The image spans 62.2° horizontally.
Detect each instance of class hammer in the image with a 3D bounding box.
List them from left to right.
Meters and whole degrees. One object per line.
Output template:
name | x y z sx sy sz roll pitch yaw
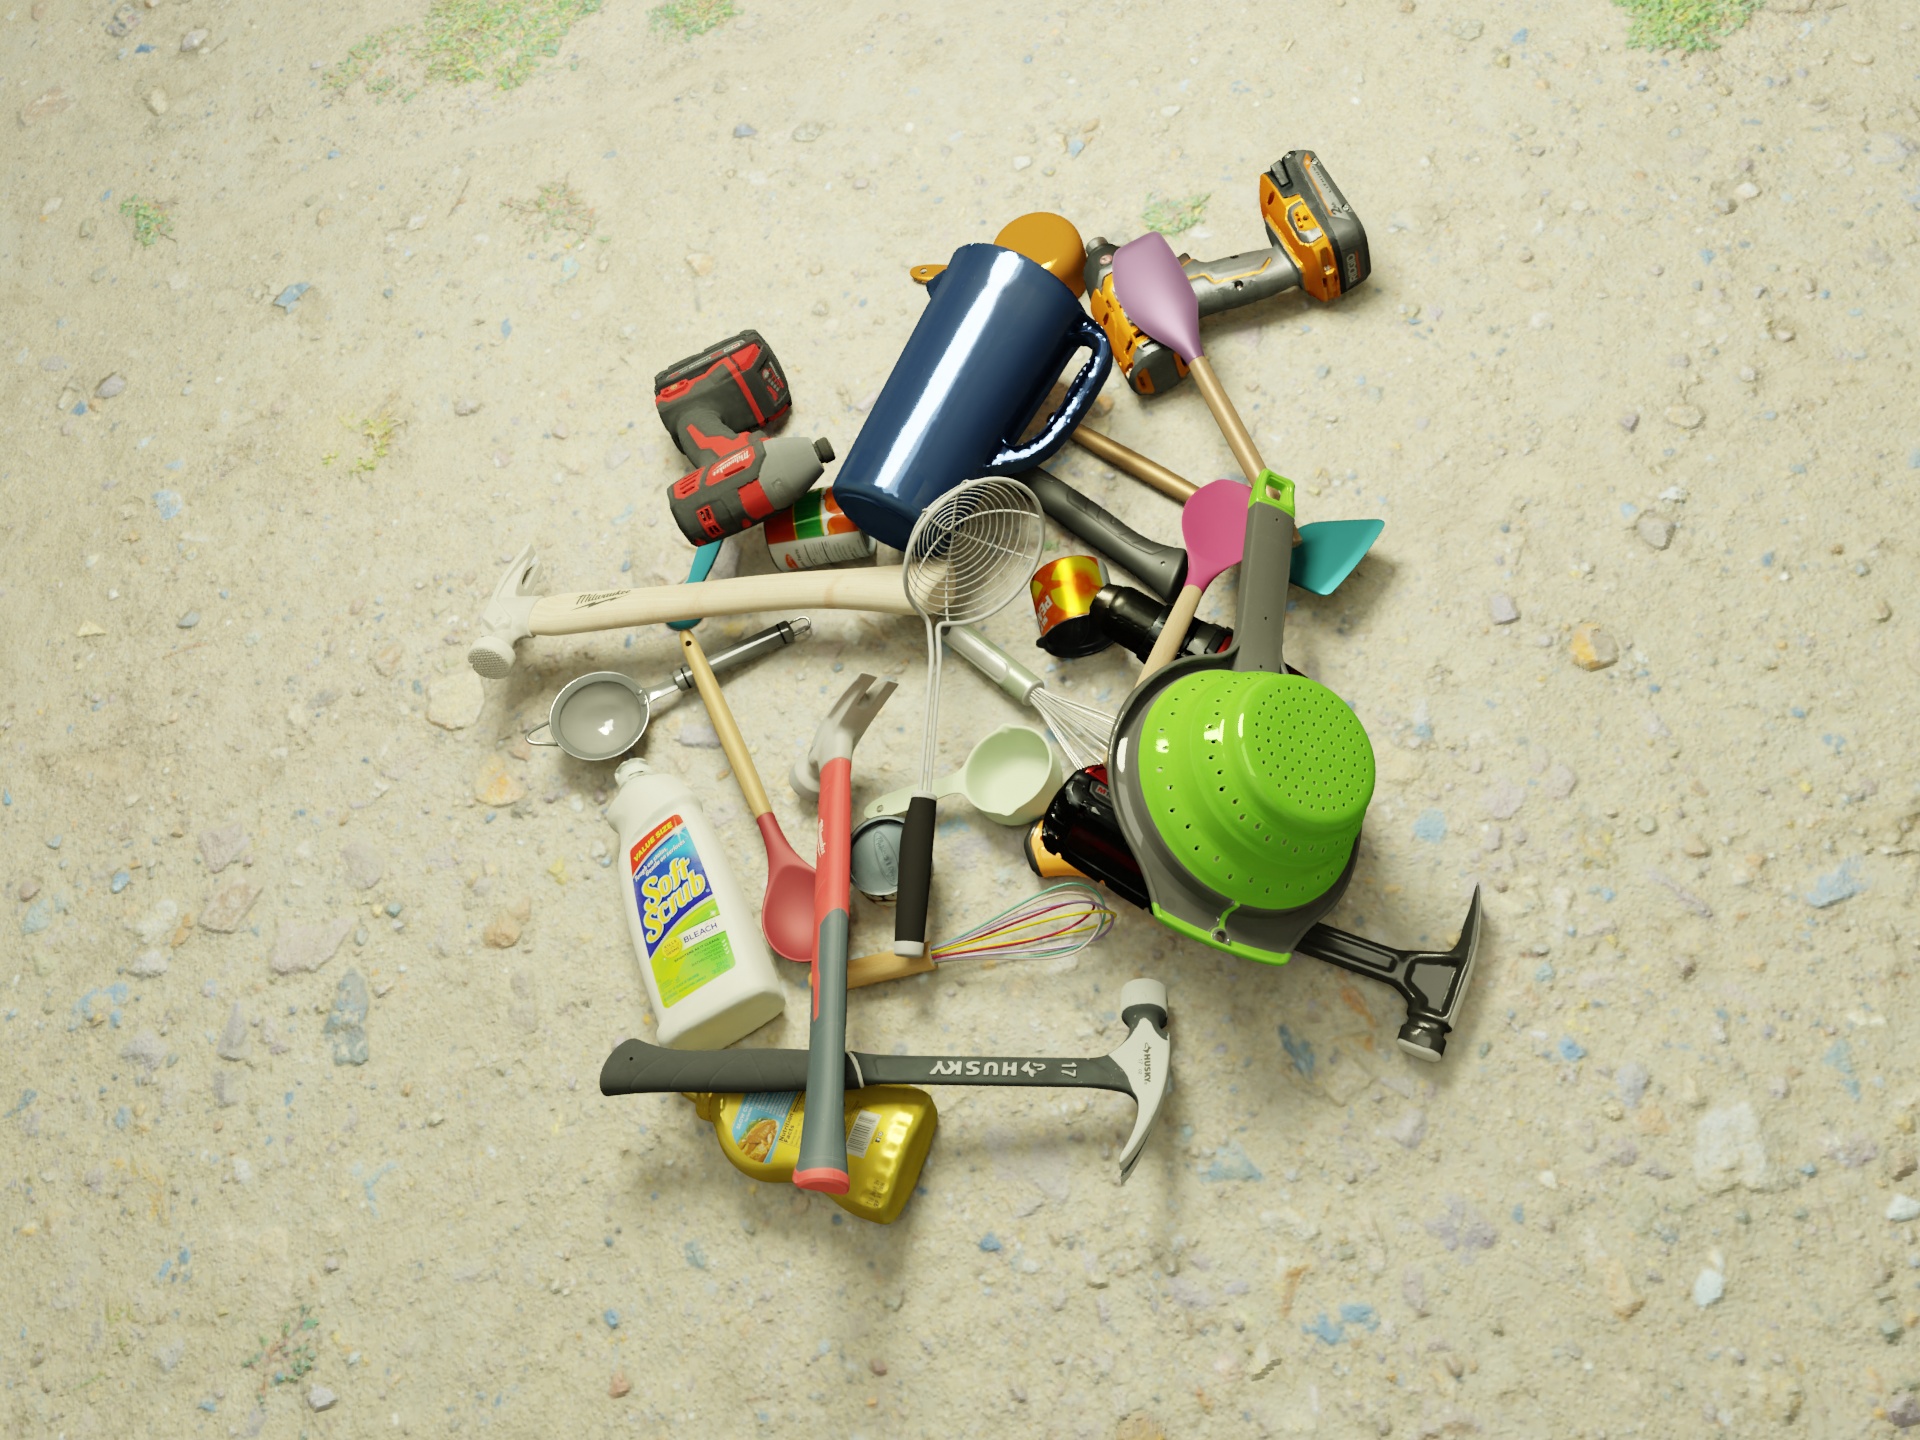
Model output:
hammer | -0.206 -0.109 1.342 0.410 0.038 0.146 -4 44 12
hammer | -0.087 0.145 1.137 0.038 0.143 0.387 17 46 -21
hammer | -0.056 0.253 1.129 0.409 0.036 0.149 -2 44 8
hammer | 0.059 -0.198 1.356 0.335 0.035 0.146 39 80 26
hammer | 0.205 0.131 1.164 0.337 0.034 0.127 18 73 22

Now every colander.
colander | 0.223 -0.034 1.107 0.204 0.094 0.397 22 59 -16

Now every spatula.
spatula | 0.194 -0.192 1.310 0.318 0.044 0.082 34 75 27
spatula | 0.201 -0.270 1.292 0.060 0.018 0.316 -27 68 8

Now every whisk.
whisk | -0.002 0.169 1.196 0.245 0.047 0.051 -15 96 14
whisk | 0.063 -0.017 1.267 0.247 0.059 0.058 39 108 31

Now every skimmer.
skimmer | -0.002 -0.004 1.201 0.090 0.127 0.363 -9 70 42

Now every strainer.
strainer | -0.244 -0.029 1.360 0.258 0.050 0.087 -25 64 -3

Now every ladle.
ladle | -0.170 0.056 1.289 0.069 0.031 0.316 -24 68 -5

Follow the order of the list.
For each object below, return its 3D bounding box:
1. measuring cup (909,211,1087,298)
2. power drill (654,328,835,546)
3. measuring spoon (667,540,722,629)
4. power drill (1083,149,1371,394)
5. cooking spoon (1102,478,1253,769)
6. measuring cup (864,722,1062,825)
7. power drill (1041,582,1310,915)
measuring cup | 0.031 -0.422 1.455 0.173 0.052 0.095 6 68 16
power drill | -0.190 -0.246 1.381 0.143 0.078 0.220 -25 41 3
measuring spoon | -0.235 -0.142 1.417 0.042 0.021 0.129 11 71 19
power drill | 0.219 -0.397 1.378 0.226 0.084 0.164 -26 62 7
cooking spoon | 0.165 -0.079 1.183 0.069 0.017 0.319 22 52 9
measuring cup | 0.003 0.058 1.257 0.167 0.038 0.083 -18 54 22
power drill | 0.143 0.009 1.169 0.188 0.080 0.227 31 58 8
